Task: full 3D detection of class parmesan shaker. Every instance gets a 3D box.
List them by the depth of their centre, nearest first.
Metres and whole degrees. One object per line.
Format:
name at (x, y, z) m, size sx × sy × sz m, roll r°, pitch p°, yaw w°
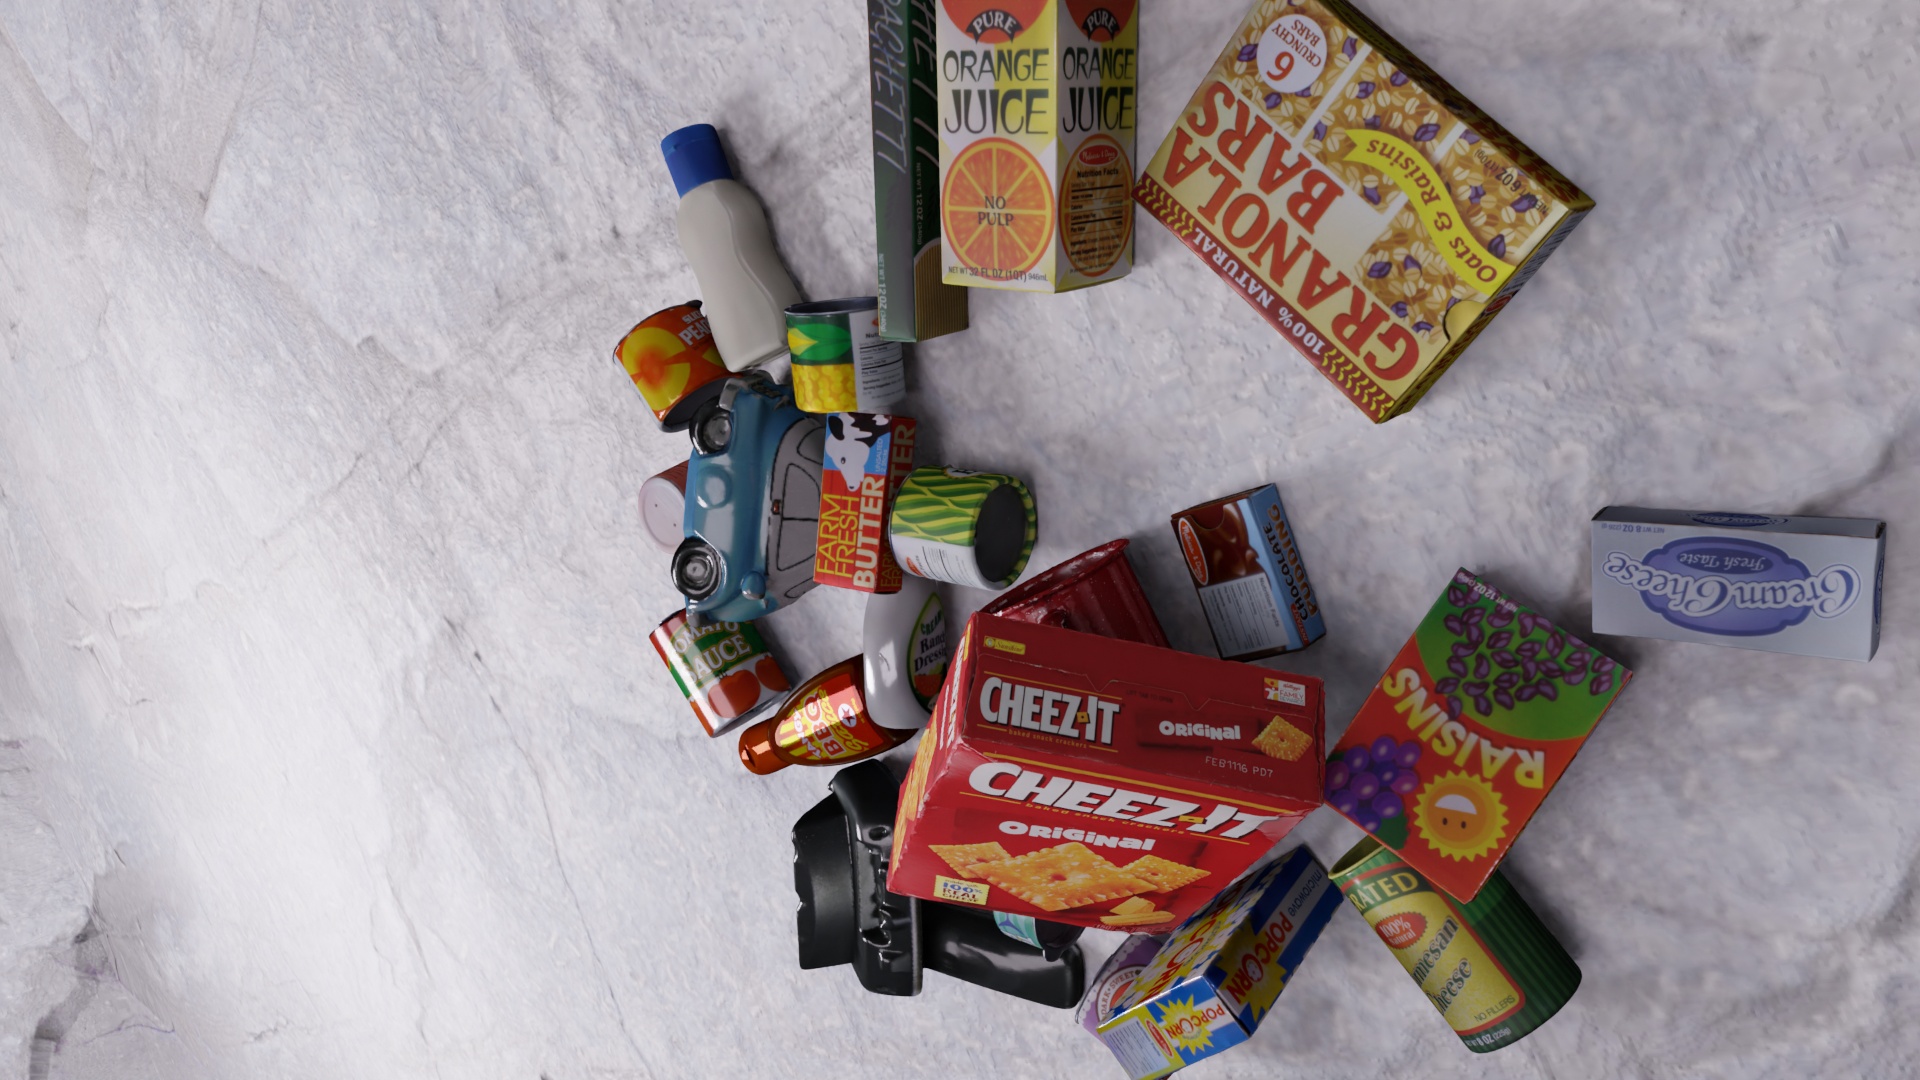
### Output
parmesan shaker at (0.237, 0.181, 0.662) m, size 0.103 × 0.071 × 0.071 m, roll 52°, pitch 130°, yaw 13°

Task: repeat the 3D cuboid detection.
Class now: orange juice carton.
orange juice carton at (0.038, -0.223, 0.681) m, size 0.072 × 0.073 × 0.192 m, roll 12°, pitch 112°, yaw 36°

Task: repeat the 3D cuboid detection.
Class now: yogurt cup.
yogurt cup at (-0.180, -0.023, 0.941) m, size 0.072 × 0.054 × 0.072 m, roll 14°, pitch 113°, yaw 35°

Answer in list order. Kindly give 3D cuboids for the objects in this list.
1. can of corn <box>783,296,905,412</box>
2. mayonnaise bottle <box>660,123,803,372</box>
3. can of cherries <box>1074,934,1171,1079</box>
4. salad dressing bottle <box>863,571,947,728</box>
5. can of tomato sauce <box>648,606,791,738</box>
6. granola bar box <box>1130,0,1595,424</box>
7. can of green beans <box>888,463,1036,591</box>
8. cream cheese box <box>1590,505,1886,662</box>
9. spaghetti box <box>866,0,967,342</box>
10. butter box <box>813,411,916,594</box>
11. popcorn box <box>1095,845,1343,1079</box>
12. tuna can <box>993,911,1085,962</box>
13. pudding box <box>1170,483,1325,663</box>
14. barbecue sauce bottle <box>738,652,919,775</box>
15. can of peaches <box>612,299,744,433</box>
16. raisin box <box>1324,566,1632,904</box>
can of corn at (-0.069, -0.109, 0.812) m, size 0.071 × 0.071 × 0.058 m, roll 8°, pitch 110°, yaw 37°
mayonnaise bottle at (-0.144, -0.184, 0.865) m, size 0.064 × 0.041 × 0.148 m, roll -20°, pitch 91°, yaw 40°
can of cherries at (0.108, 0.268, 0.796) m, size 0.058 × 0.072 × 0.071 m, roll 34°, pitch 124°, yaw 26°
salad dressing bottle at (-0.034, 0.037, 0.841) m, size 0.044 × 0.064 × 0.147 m, roll 2°, pitch 99°, yaw 26°
can of tomato sauce at (-0.165, 0.084, 0.955) m, size 0.071 × 0.071 × 0.083 m, roll -39°, pitch 80°, yaw 40°
granola bar box at (0.171, -0.153, 0.620) m, size 0.166 × 0.039 × 0.123 m, roll 47°, pitch 129°, yaw 17°
can of green beans at (0.002, -0.008, 0.789) m, size 0.058 × 0.071 × 0.071 m, roll 9°, pitch 111°, yaw 36°
cream cheese box at (0.316, 0.017, 0.570) m, size 0.104 × 0.024 × 0.053 m, roll 5°, pitch 110°, yaw 38°
spaghetti box at (-0.023, -0.232, 0.743) m, size 0.029 × 0.050 × 0.249 m, roll 12°, pitch 112°, yaw 34°
butter box at (-0.056, -0.023, 0.807) m, size 0.053 × 0.024 × 0.103 m, roll 7°, pitch 93°, yaw 39°
popcorn box at (0.136, 0.218, 0.718) m, size 0.038 × 0.127 × 0.085 m, roll 52°, pitch 130°, yaw 6°
tuna can at (0.050, 0.210, 0.824) m, size 0.033 × 0.071 × 0.071 m, roll 9°, pitch 111°, yaw 39°
pudding box at (0.146, 0.017, 0.705) m, size 0.049 × 0.030 × 0.083 m, roll -19°, pitch 93°, yaw 43°
barbecue sauce bottle at (-0.092, 0.122, 0.927) m, size 0.148 × 0.044 × 0.065 m, roll -27°, pitch 89°, yaw 42°
can of peaches at (-0.181, -0.112, 0.903) m, size 0.071 × 0.071 × 0.058 m, roll -43°, pitch 77°, yaw 40°
raisin box at (0.225, 0.087, 0.621) m, size 0.086 × 0.040 × 0.123 m, roll 35°, pitch 92°, yaw 24°
